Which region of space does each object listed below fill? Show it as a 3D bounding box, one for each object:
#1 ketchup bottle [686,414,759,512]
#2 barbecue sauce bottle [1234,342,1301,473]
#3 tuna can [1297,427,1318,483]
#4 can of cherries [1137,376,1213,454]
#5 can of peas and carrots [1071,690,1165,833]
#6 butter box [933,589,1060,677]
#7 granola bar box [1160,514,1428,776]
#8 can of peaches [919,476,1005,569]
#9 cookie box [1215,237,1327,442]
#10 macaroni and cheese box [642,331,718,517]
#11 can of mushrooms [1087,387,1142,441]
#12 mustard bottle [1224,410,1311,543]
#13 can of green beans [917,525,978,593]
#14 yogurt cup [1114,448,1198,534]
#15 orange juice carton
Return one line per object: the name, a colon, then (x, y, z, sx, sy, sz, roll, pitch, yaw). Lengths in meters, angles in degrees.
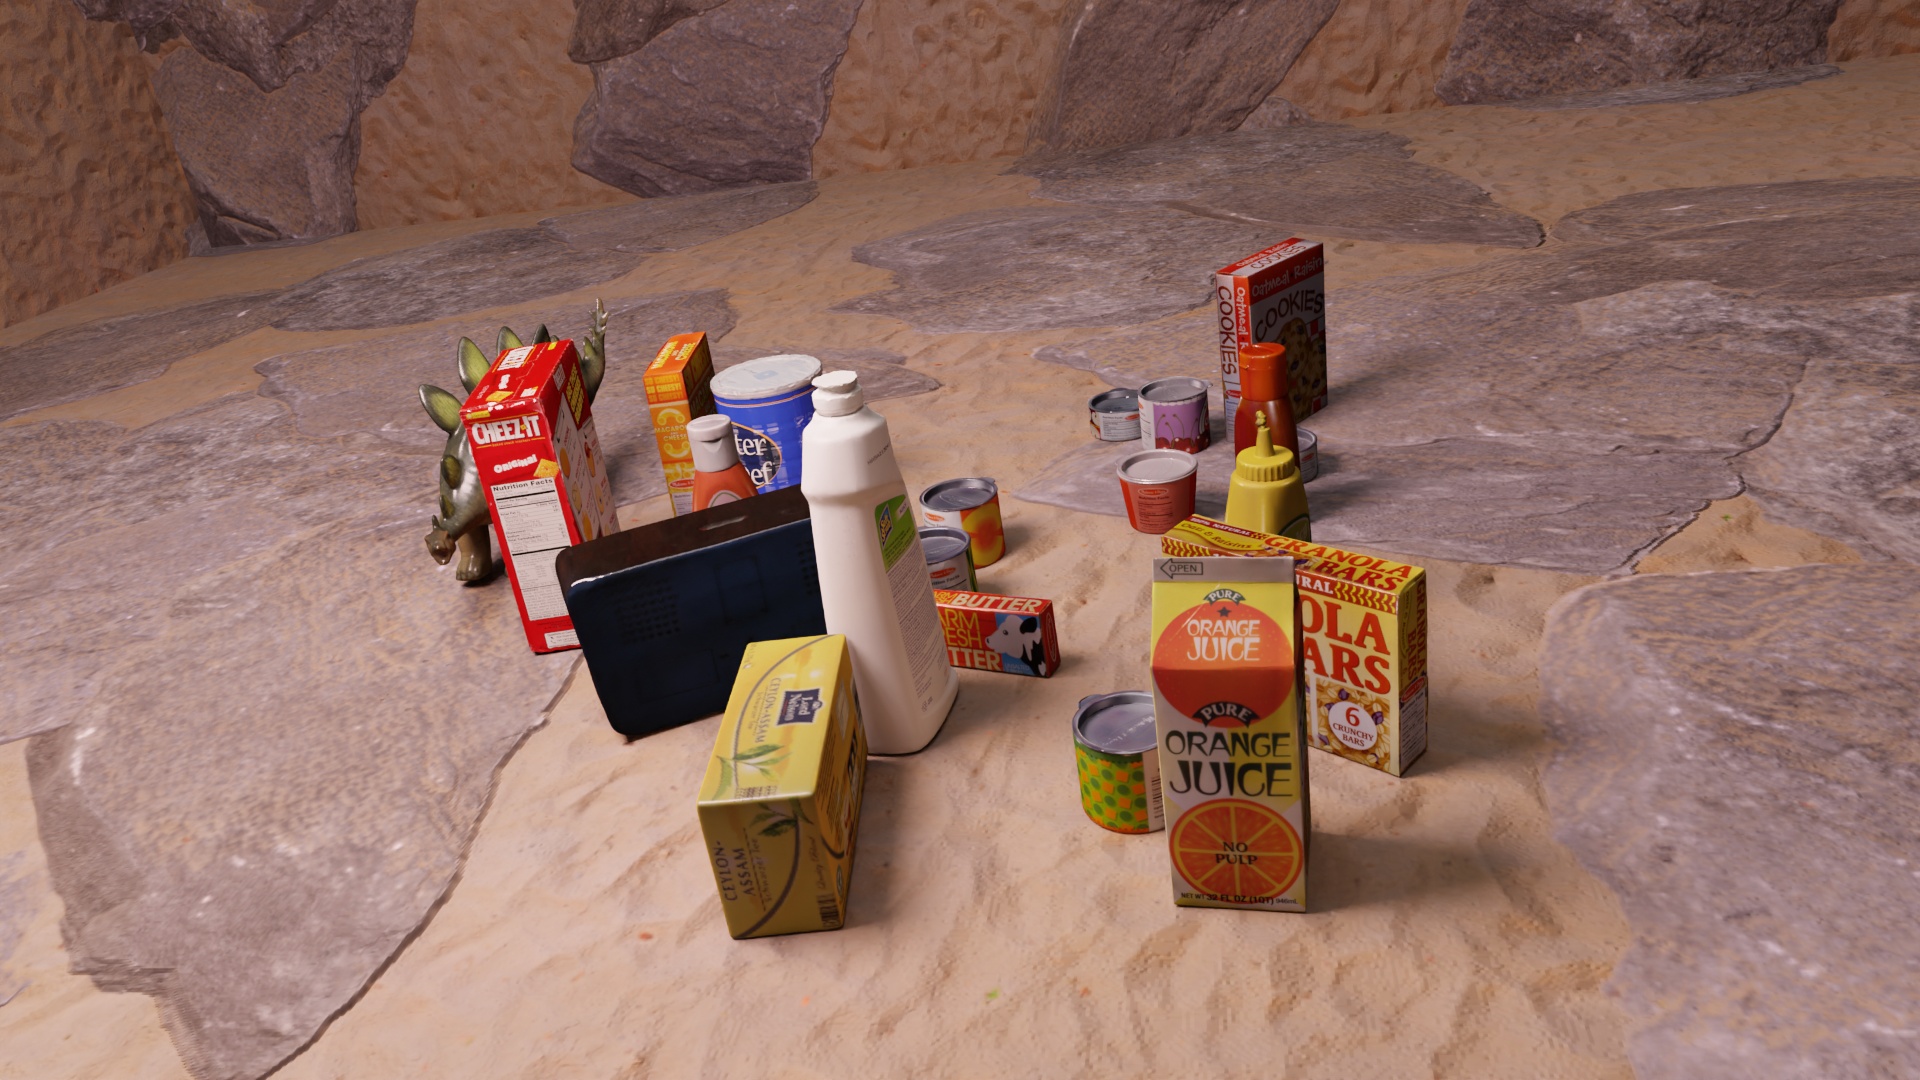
ketchup bottle: (-0.195, -0.030, 1.158, 0.065, 0.148, 0.044, -12, 24, -8)
barbecue sauce bottle: (0.249, -0.085, 1.132, 0.044, 0.148, 0.065, -17, 25, -17)
tuna can: (0.283, -0.075, 1.238, 0.071, 0.032, 0.071, -7, 24, 3)
can of cherries: (0.207, -0.119, 1.326, 0.071, 0.058, 0.072, -7, 24, 3)
can of peas and carrots: (0.100, 0.130, 0.822, 0.071, 0.058, 0.071, -7, 24, 3)
butter box: (0.018, 0.065, 0.995, 0.103, 0.053, 0.024, 5, 27, 27)
granola bar box: (0.205, 0.061, 0.859, 0.165, 0.123, 0.039, 16, 34, 43)
can of peaches: (0.004, -0.015, 1.168, 0.071, 0.057, 0.071, -7, 24, 3)
cookie box: (0.297, -0.190, 1.320, 0.123, 0.166, 0.040, -28, 31, -36)
macaroni and cheese box: (-0.250, -0.097, 1.299, 0.040, 0.165, 0.124, -7, 24, 4)
can of mushrooms: (0.161, -0.126, 1.388, 0.071, 0.033, 0.071, -7, 24, 3)
mustard bottle: (0.215, -0.014, 0.974, 0.049, 0.159, 0.065, 16, 34, 43)
can of green beans: (-0.020, 0.029, 1.082, 0.071, 0.057, 0.071, -7, 24, 3)
yogurt cup: (0.168, -0.040, 1.175, 0.072, 0.053, 0.073, -7, 24, 3)
orange juice carton: (0.143, 0.094, 0.725, 0.072, 0.191, 0.073, -1, 25, 16)
